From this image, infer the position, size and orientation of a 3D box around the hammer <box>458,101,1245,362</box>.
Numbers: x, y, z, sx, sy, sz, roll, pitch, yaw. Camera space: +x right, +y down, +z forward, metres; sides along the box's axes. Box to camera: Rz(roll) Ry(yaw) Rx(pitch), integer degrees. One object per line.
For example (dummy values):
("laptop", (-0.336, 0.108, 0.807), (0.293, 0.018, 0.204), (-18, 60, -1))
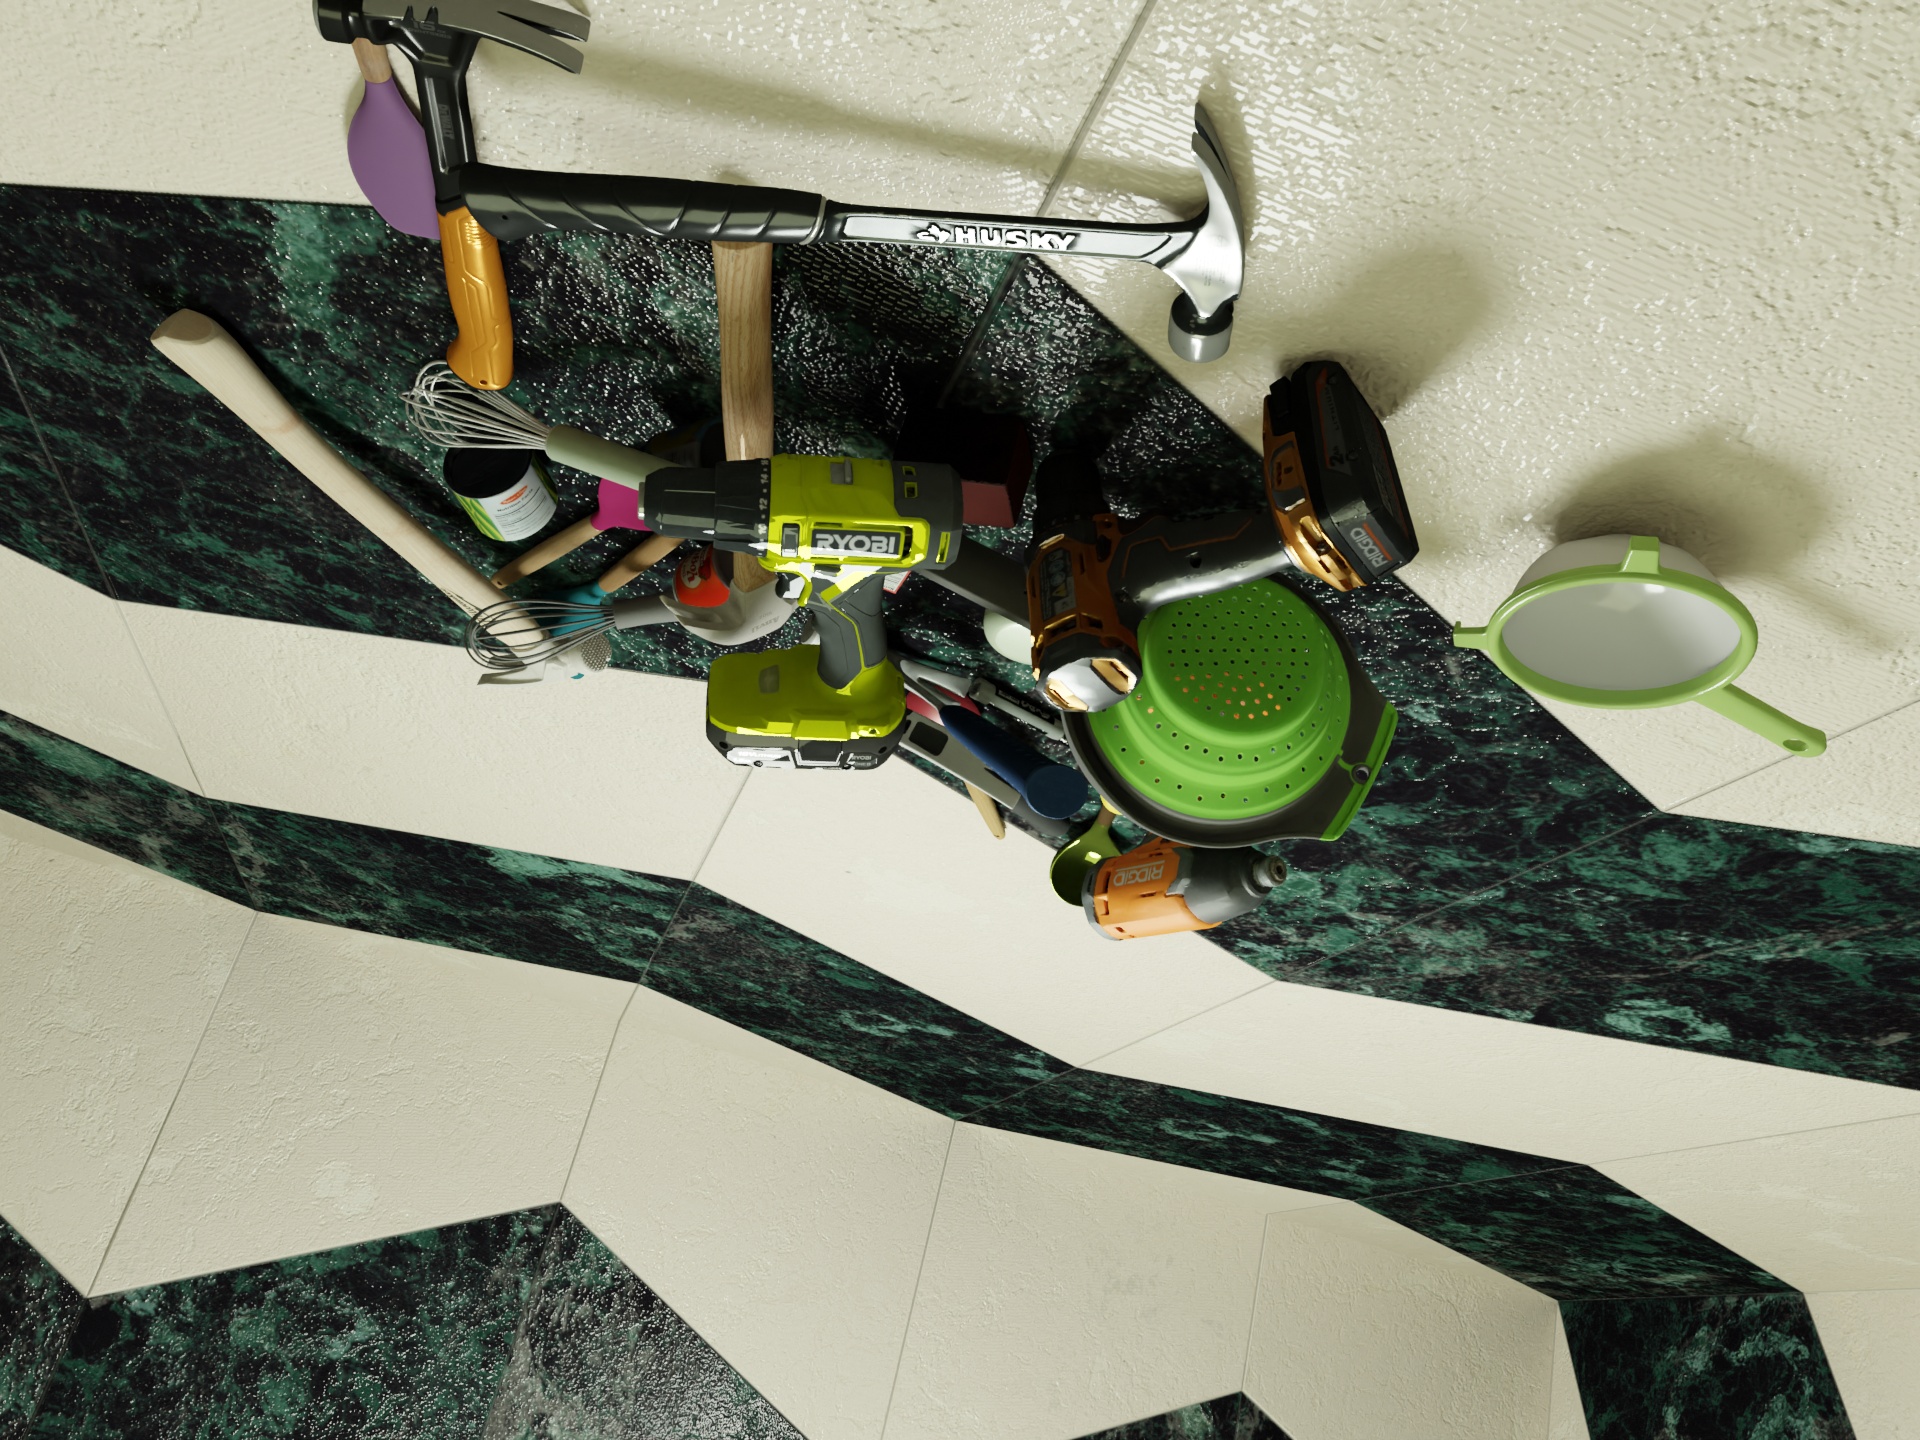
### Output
("hammer", (-0.057, -0.259, 0.818), (0.409, 0.036, 0.149), (6, 153, 5))

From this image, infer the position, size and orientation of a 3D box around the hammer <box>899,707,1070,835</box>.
("hammer", (0.037, 0.057, 1.386), (0.146, 0.035, 0.334), (27, 176, 25))

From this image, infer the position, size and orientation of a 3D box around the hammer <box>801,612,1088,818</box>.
("hammer", (-0.002, -0.004, 1.143), (0.144, 0.035, 0.406), (25, -175, -23))

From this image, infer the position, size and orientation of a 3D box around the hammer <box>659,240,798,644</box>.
("hammer", (-0.135, -0.167, 1.003), (0.031, 0.130, 0.331), (45, 151, 26))

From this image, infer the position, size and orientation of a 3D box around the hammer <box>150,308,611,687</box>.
("hammer", (-0.457, -0.157, 1.244), (0.146, 0.038, 0.410), (-7, 141, 34))

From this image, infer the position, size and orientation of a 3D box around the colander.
("colander", (0.097, -0.066, 1.023), (0.397, 0.204, 0.094), (28, 163, 7))

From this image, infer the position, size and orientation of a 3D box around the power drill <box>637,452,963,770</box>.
("power drill", (-0.107, -0.072, 1.011), (0.190, 0.080, 0.228), (2, 137, -9))

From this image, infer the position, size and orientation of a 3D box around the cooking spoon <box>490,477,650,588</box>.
("cooking spoon", (-0.295, -0.149, 1.246), (0.068, 0.017, 0.319), (39, 146, -27))

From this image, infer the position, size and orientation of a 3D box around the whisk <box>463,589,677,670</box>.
("whisk", (-0.271, -0.081, 1.258), (0.239, 0.055, 0.055), (-10, 156, -6))

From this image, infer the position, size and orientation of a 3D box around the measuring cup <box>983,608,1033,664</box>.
("measuring cup", (0.071, -0.087, 1.152), (0.083, 0.038, 0.167), (21, 153, -14))

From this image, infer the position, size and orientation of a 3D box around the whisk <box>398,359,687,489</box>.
("whisk", (-0.276, -0.189, 1.068), (0.246, 0.057, 0.059), (21, -163, 20))

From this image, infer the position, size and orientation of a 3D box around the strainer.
("strainer", (0.446, -0.051, 0.985), (0.256, 0.069, 0.151), (24, 152, -21))

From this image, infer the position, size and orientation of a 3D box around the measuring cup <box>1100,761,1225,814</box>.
("measuring cup", (0.189, 0.071, 1.401), (0.156, 0.029, 0.062), (16, 139, -31))

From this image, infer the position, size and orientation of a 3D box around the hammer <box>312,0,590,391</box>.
("hammer", (-0.276, -0.287, 0.912), (0.127, 0.034, 0.336), (7, 159, -9))

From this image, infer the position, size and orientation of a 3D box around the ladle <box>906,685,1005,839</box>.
("ladle", (0.008, 0.050, 1.493), (0.069, 0.031, 0.315), (6, 156, 16))

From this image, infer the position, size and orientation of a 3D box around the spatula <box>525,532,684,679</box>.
("spatula", (-0.279, -0.109, 1.292), (0.082, 0.044, 0.317), (31, 150, -25))

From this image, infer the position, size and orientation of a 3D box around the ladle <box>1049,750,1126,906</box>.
("ladle", (0.139, 0.093, 1.478), (0.078, 0.062, 0.320), (3, 153, -5))

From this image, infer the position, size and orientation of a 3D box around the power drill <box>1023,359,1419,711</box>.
("power drill", (0.136, -0.122, 0.931), (0.226, 0.186, 0.084), (-25, 138, 27))

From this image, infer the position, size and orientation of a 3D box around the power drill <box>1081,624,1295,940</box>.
("power drill", (0.177, 0.043, 1.142), (0.084, 0.227, 0.164), (30, 151, -31))

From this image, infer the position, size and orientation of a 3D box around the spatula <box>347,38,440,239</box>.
("spatula", (-0.309, -0.354, 0.820), (0.059, 0.018, 0.315), (11, 156, -3))
